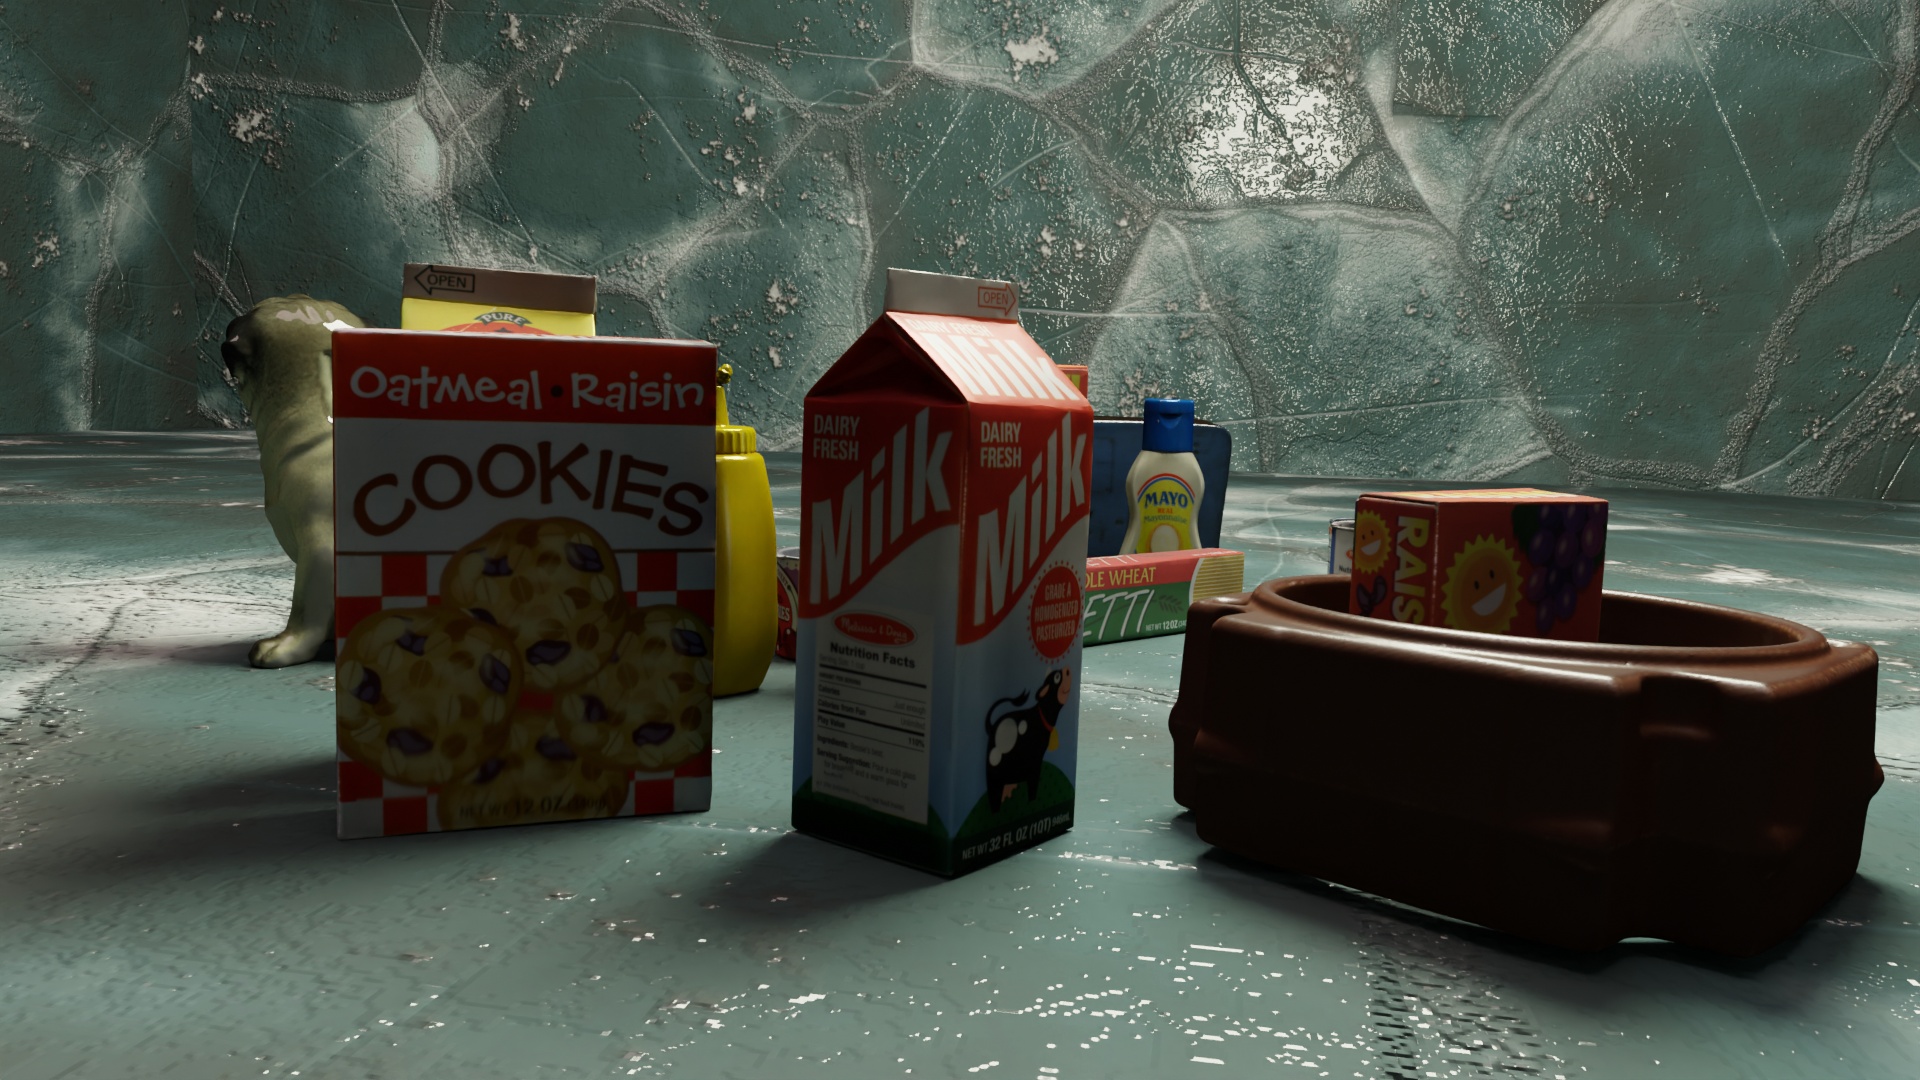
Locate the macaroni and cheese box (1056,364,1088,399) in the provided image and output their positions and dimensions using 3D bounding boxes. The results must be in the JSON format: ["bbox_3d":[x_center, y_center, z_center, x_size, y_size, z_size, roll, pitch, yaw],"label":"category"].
[{"bbox_3d":[0.003,-0.009,0.713,0.124,0.166,0.040,-1,6,-26],"label":"macaroni and cheese box"}]

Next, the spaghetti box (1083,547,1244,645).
[{"bbox_3d":[0.085,0.037,0.851,0.251,0.050,0.028,-4,8,-41],"label":"spaghetti box"}]

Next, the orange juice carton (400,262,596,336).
[{"bbox_3d":[-0.177,-0.008,0.536,0.072,0.192,0.073,0,6,-18],"label":"orange juice carton"}]

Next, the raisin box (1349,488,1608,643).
[{"bbox_3d":[0.177,0.045,0.481,0.086,0.123,0.040,-1,7,-27],"label":"raisin box"}]

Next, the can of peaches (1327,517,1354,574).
[{"bbox_3d":[0.323,0.014,1.086,0.071,0.058,0.071,2,6,0],"label":"can of peaches"}]

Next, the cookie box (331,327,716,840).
[{"bbox_3d":[-0.149,0.012,0.482,0.123,0.167,0.040,0,6,-21],"label":"cookie box"}]

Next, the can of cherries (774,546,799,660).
[{"bbox_3d":[-0.074,0.035,0.781,0.071,0.058,0.071,2,6,0],"label":"can of cherries"}]

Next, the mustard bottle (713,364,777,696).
[{"bbox_3d":[-0.123,-0.006,0.682,0.065,0.160,0.049,6,7,34],"label":"mustard bottle"}]

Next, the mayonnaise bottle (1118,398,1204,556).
[{"bbox_3d":[0.147,-0.028,1.005,0.065,0.148,0.041,2,6,4],"label":"mayonnaise bottle"}]

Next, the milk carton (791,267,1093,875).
[{"bbox_3d":[-0.005,0.006,0.472,0.073,0.190,0.072,6,7,38],"label":"milk carton"}]

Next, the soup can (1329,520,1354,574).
[{"bbox_3d":[0.240,0.033,0.776,0.071,0.083,0.071,2,6,0],"label":"soup can"}]
